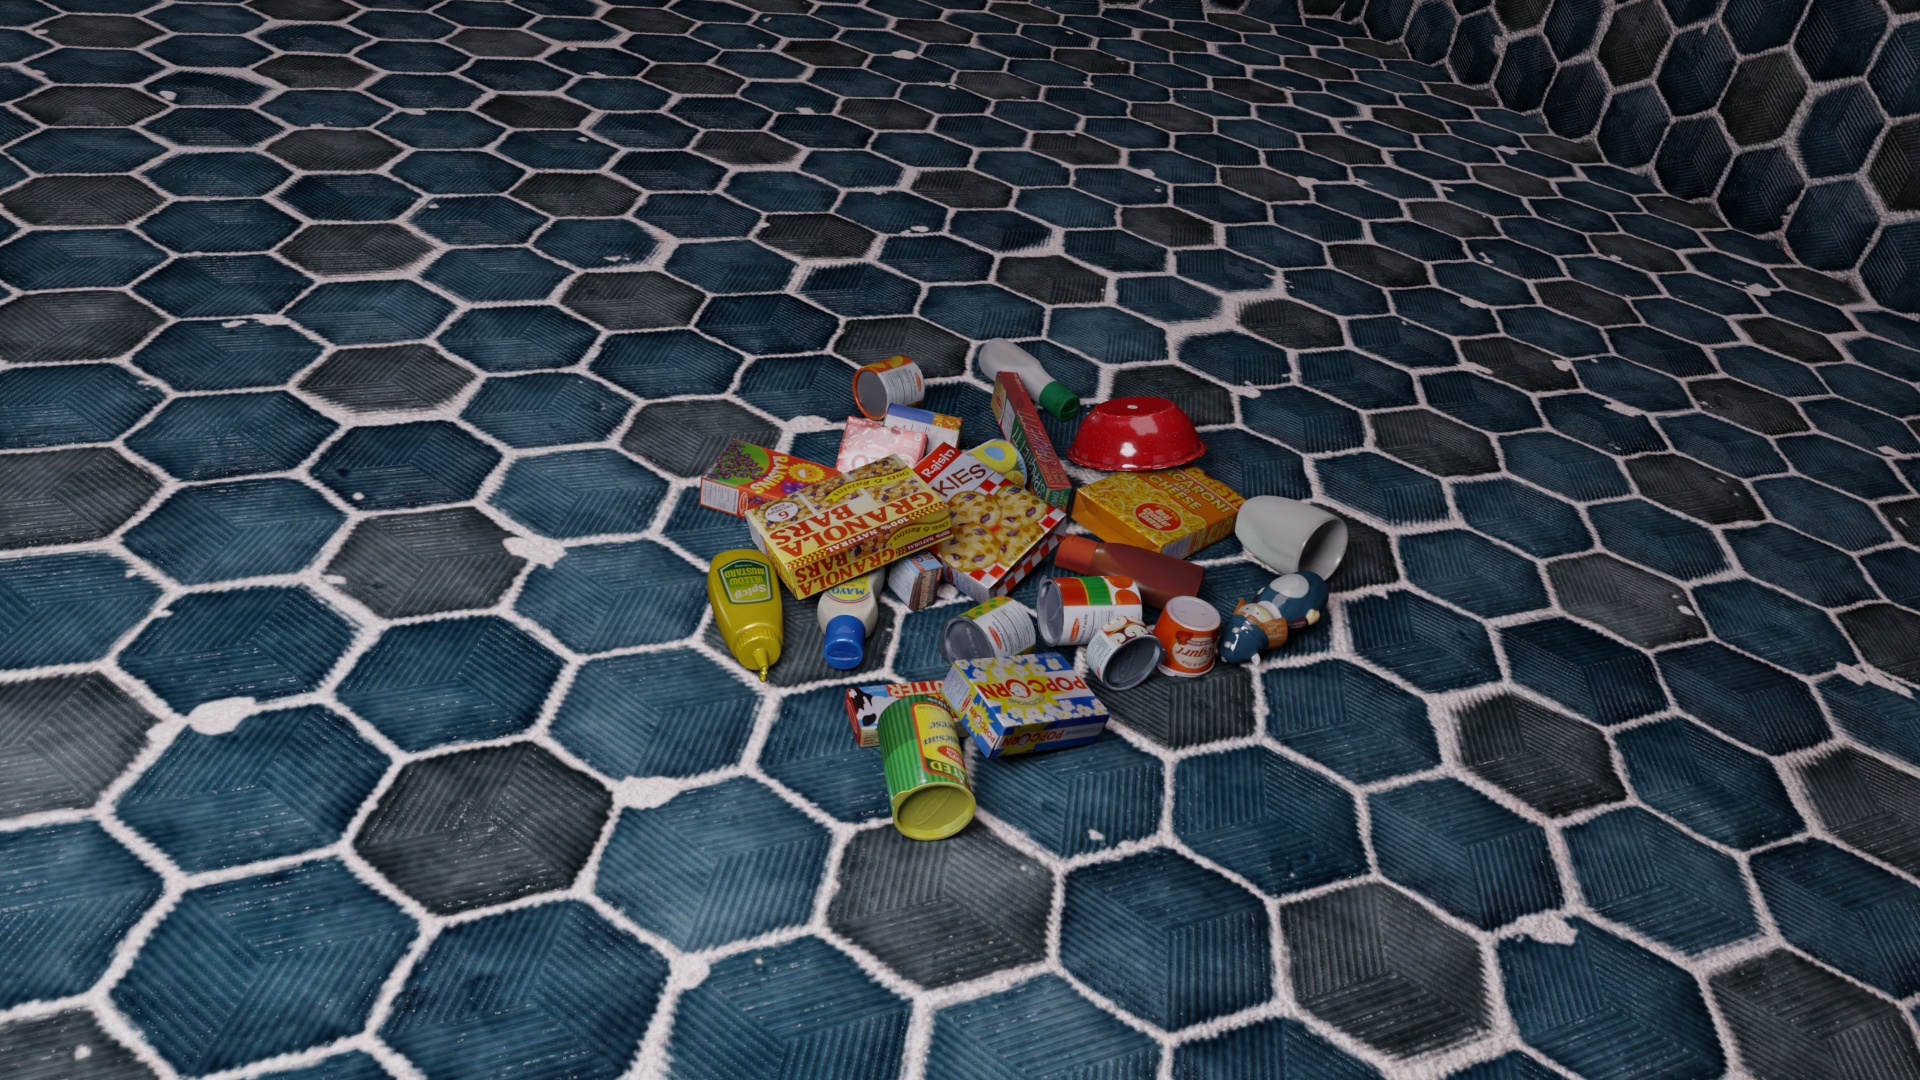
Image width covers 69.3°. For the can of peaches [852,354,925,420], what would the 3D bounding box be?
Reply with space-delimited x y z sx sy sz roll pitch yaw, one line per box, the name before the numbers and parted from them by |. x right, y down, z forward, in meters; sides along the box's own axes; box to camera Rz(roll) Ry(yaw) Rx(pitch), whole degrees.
can of peaches | -0.086 -0.178 1.627 0.058 0.070 0.071 -24 48 -40

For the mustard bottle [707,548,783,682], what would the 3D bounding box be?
mustard bottle | -0.189 0.070 1.257 0.065 0.048 0.161 -6 38 -17

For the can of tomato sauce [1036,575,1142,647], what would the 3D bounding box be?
can of tomato sauce | 0.123 0.066 1.337 0.083 0.070 0.071 -1 36 -19

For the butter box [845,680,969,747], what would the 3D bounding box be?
butter box | -0.045 0.149 1.208 0.104 0.024 0.053 -3 38 -19

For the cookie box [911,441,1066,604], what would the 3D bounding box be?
cookie box | 0.005 -0.018 1.416 0.168 0.040 0.123 32 59 27

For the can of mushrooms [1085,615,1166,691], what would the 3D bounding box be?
can of mushrooms | 0.154 0.105 1.291 0.071 0.070 0.033 -10 39 -28

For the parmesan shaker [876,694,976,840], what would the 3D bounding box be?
parmesan shaker | -0.031 0.181 1.126 0.071 0.071 0.103 1 36 -14

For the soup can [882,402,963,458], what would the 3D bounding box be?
soup can | -0.044 -0.113 1.545 0.084 0.071 0.072 13 35 2

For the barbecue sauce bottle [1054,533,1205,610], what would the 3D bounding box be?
barbecue sauce bottle | 0.172 0.031 1.421 0.148 0.043 0.065 18 37 11

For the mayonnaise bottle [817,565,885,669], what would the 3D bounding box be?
mayonnaise bottle | -0.105 0.060 1.302 0.065 0.041 0.149 2 34 -2

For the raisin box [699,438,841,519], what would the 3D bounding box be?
raisin box | -0.197 -0.056 1.443 0.123 0.039 0.086 17 34 7

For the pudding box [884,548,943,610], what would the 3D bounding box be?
pudding box | -0.055 0.023 1.361 0.030 0.049 0.084 -13 41 -33

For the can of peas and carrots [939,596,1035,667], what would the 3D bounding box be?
can of peas and carrots | 0.025 0.091 1.277 0.071 0.070 0.059 35 41 30

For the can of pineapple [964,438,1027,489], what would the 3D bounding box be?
can of pineapple | 0.030 -0.070 1.504 0.071 0.070 0.058 32 40 27

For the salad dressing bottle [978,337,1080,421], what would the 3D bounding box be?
salad dressing bottle | 0.086 -0.199 1.723 0.064 0.043 0.148 -18 45 -38

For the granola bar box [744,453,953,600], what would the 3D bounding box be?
granola bar box | -0.108 -0.015 1.337 0.166 0.038 0.124 -22 36 -18

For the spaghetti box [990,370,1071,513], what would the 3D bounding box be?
spaghetti box | 0.078 -0.110 1.588 0.029 0.049 0.251 -1 37 -15

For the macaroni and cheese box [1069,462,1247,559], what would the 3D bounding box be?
macaroni and cheese box | 0.223 -0.034 1.529 0.167 0.040 0.124 -22 47 -39

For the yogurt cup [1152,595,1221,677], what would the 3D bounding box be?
yogurt cup | 0.218 0.090 1.340 0.072 0.053 0.073 8 34 -5

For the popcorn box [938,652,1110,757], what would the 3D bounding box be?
popcorn box | 0.057 0.142 1.210 0.127 0.038 0.085 -1 38 -39
